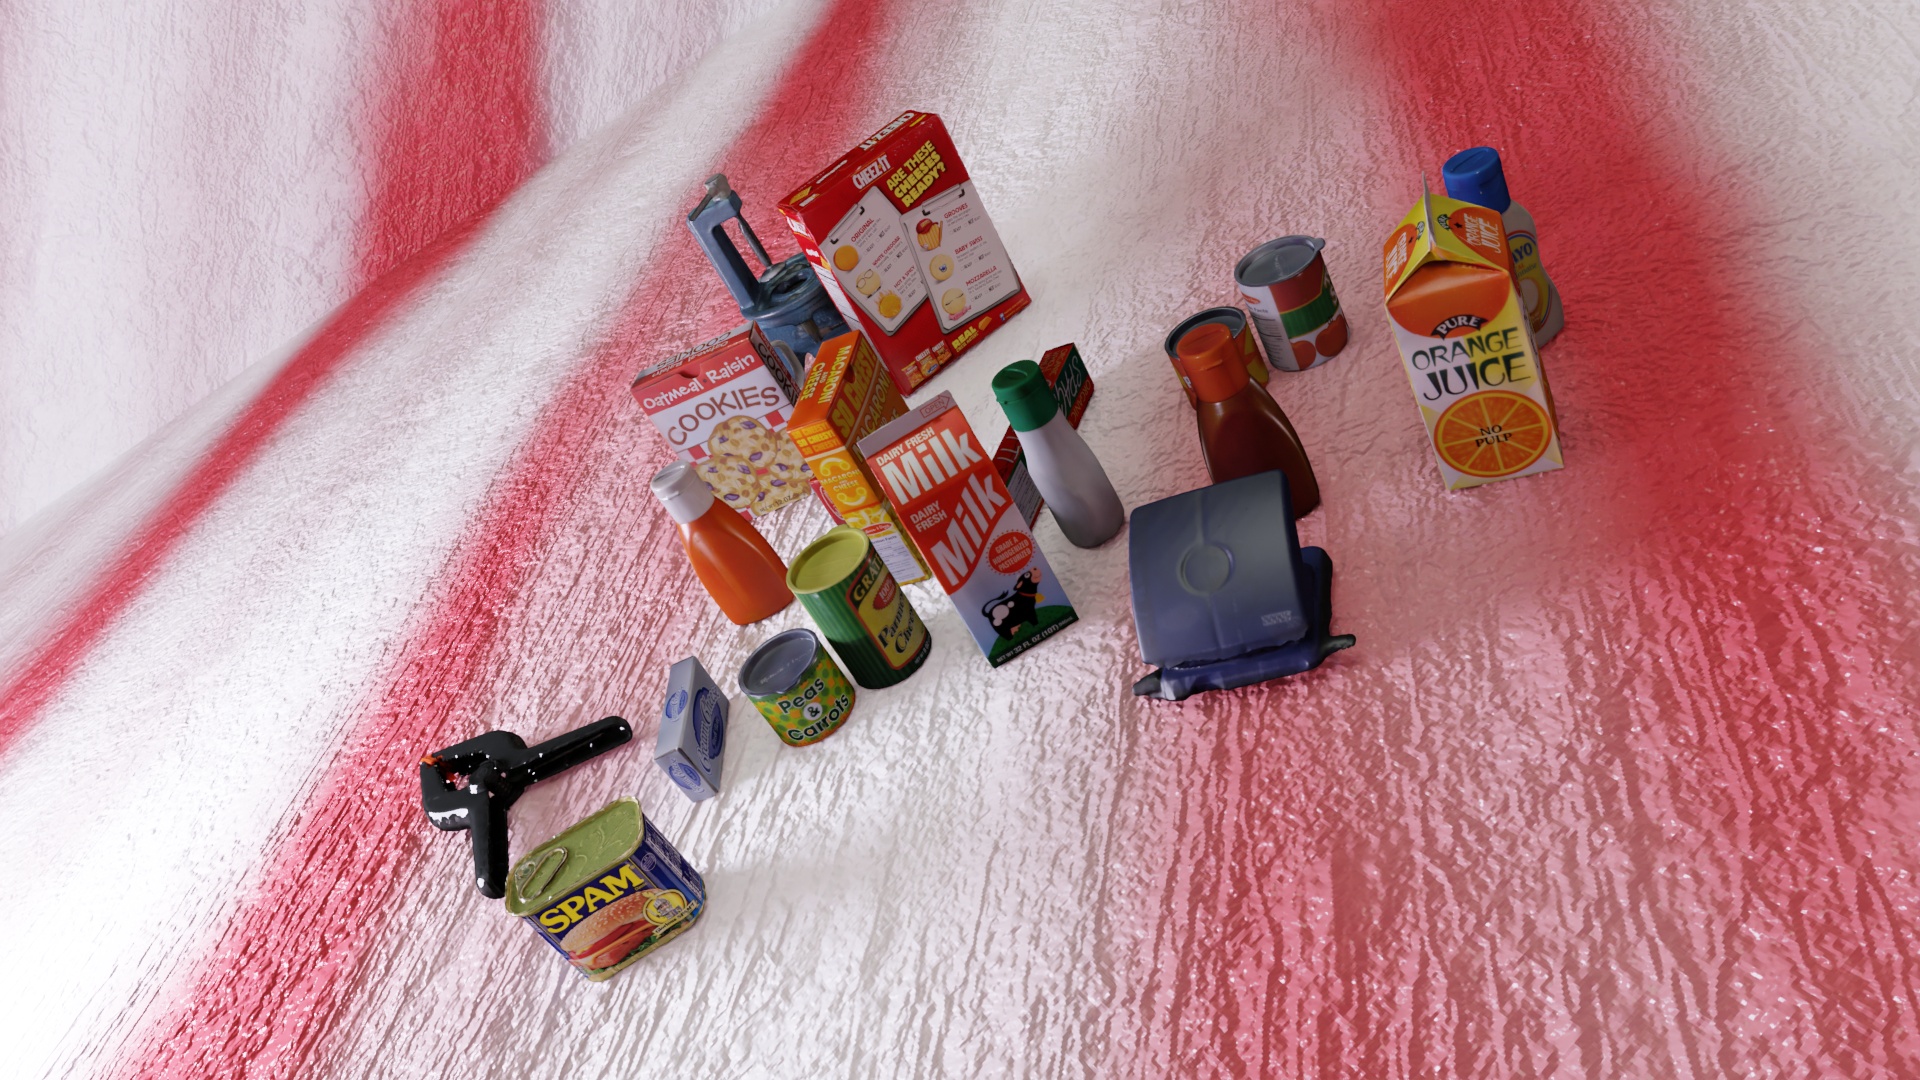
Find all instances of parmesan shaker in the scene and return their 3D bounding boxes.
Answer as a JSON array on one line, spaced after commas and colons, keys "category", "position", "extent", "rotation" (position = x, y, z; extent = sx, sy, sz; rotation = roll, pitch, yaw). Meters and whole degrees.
[{"category": "parmesan shaker", "position": [-0.071, 0.048, 1.005], "extent": [0.071, 0.102, 0.072], "rotation": [-21, 34, 15]}]

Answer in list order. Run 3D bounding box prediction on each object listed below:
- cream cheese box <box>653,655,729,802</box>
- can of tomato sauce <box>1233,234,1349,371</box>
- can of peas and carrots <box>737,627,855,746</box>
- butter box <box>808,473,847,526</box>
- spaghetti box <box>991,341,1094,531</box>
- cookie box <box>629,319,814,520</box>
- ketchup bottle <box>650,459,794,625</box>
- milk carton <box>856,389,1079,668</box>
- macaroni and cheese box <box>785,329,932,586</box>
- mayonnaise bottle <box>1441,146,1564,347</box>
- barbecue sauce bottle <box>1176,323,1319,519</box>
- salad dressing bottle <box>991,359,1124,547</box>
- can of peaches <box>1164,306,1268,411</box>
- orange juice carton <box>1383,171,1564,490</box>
[{"category": "cream cheese box", "position": [-0.198, 0.139, 1.032], "extent": [0.024, 0.053, 0.104], "rotation": [-23, 33, 13]}, {"category": "can of tomato sauce", "position": [0.258, -0.183, 1.069], "extent": [0.071, 0.082, 0.071], "rotation": [-21, 34, 15]}, {"category": "can of peas and carrots", "position": [-0.117, 0.107, 1.004], "extent": [0.071, 0.058, 0.071], "rotation": [-21, 34, 15]}, {"category": "butter box", "position": [-0.097, -0.066, 1.227], "extent": [0.024, 0.053, 0.104], "rotation": [-12, 37, 28]}, {"category": "spaghetti box", "position": [0.054, -0.064, 1.105], "extent": [0.028, 0.050, 0.251], "rotation": [-8, 39, 33]}, {"category": "cookie box", "position": [-0.197, -0.102, 1.251], "extent": [0.123, 0.167, 0.040], "rotation": [-22, 33, 15]}, {"category": "ketchup bottle", "position": [-0.196, 0.001, 1.128], "extent": [0.064, 0.148, 0.044], "rotation": [-24, 33, 12]}, {"category": "milk carton", "position": [0.003, -0.012, 0.945], "extent": [0.072, 0.190, 0.074], "rotation": [-31, 32, 1]}, {"category": "macaroni and cheese box", "position": [-0.066, -0.064, 1.095], "extent": [0.040, 0.166, 0.124], "rotation": [-16, 35, 23]}, {"category": "mayonnaise bottle", "position": [0.361, -0.192, 0.937], "extent": [0.065, 0.147, 0.041], "rotation": [-34, 32, -4]}, {"category": "barbecue sauce bottle", "position": [0.186, -0.074, 0.919], "extent": [0.065, 0.148, 0.044], "rotation": [-23, 33, 13]}, {"category": "salad dressing bottle", "position": [0.069, -0.062, 0.999], "extent": [0.044, 0.147, 0.064], "rotation": [-42, 34, -16]}, {"category": "can of peaches", "position": [0.199, -0.138, 1.079], "extent": [0.071, 0.058, 0.071], "rotation": [-21, 34, 15]}, {"category": "orange juice carton", "position": [0.310, -0.129, 0.852], "extent": [0.073, 0.192, 0.072], "rotation": [-13, 37, 27]}]
